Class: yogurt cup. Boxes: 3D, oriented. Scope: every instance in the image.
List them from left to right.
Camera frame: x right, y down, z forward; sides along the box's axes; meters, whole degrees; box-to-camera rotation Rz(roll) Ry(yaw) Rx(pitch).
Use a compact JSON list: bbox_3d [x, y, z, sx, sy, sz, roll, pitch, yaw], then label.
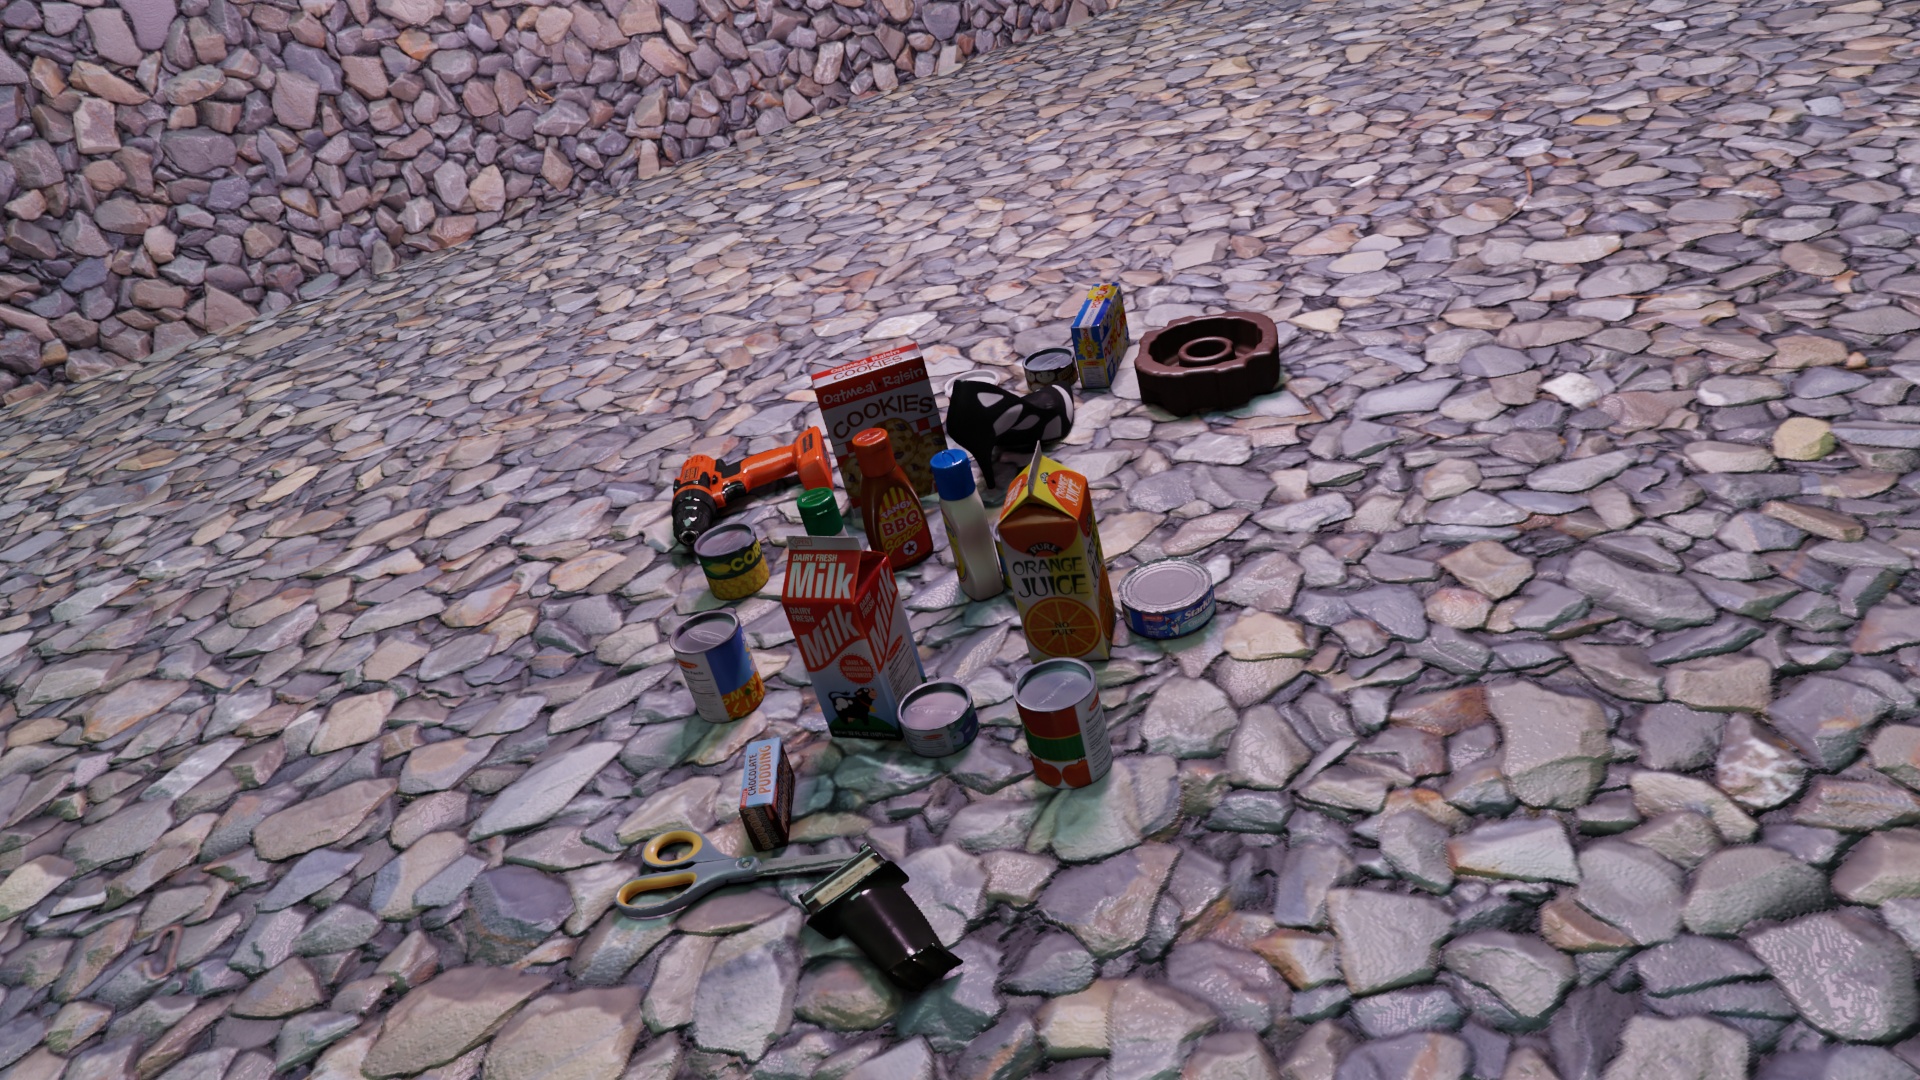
[{"bbox_3d":[0.019,-0.168,1.674,0.072,0.053,0.073,-11,31,7],"label":"yogurt cup"}]

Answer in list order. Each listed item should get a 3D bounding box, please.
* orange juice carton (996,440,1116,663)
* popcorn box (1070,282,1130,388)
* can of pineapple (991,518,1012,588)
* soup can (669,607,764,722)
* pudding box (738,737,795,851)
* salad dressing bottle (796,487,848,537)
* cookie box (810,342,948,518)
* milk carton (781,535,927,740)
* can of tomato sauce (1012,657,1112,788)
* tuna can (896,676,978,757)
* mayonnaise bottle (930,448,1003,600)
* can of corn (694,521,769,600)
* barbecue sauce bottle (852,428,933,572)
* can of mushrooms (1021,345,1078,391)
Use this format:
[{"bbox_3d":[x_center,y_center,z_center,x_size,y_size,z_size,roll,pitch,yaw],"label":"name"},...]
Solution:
[{"bbox_3d":[0.083,0.011,1.219,0.073,0.191,0.072,-5,32,17],"label":"orange juice carton"},{"bbox_3d":[0.174,-0.254,1.717,0.038,0.084,0.127,-2,33,22],"label":"popcorn box"},{"bbox_3d":[0.070,0.010,1.358,0.071,0.057,0.071,-11,31,7],"label":"can of pineapple"},{"bbox_3d":[-0.223,0.115,1.289,0.071,0.083,0.072,-11,31,7],"label":"soup can"},{"bbox_3d":[-0.159,0.208,1.143,0.030,0.049,0.084,-12,31,5],"label":"pudding box"},{"bbox_3d":[-0.119,0.020,1.338,0.064,0.147,0.044,-22,31,-11],"label":"salad dressing bottle"},{"bbox_3d":[-0.083,-0.121,1.531,0.123,0.166,0.040,-18,30,-4],"label":"cookie box"},{"bbox_3d":[-0.093,0.075,1.193,0.072,0.189,0.074,0,34,24],"label":"milk carton"},{"bbox_3d":[0.081,0.146,1.107,0.071,0.082,0.071,-11,31,7],"label":"can of tomato sauce"},{"bbox_3d":[-0.018,0.151,1.191,0.071,0.032,0.071,-11,31,7],"label":"tuna can"},{"bbox_3d":[0.005,-0.017,1.342,0.041,0.147,0.065,-21,31,-10],"label":"mayonnaise bottle"},{"bbox_3d":[-0.240,0.022,1.474,0.071,0.058,0.071,-11,31,7],"label":"can of corn"},{"bbox_3d":[-0.074,-0.043,1.418,0.065,0.147,0.044,-27,32,-19],"label":"barbecue sauce bottle"},{"bbox_3d":[0.113,-0.212,1.725,0.071,0.033,0.071,-11,31,7],"label":"can of mushrooms"}]
